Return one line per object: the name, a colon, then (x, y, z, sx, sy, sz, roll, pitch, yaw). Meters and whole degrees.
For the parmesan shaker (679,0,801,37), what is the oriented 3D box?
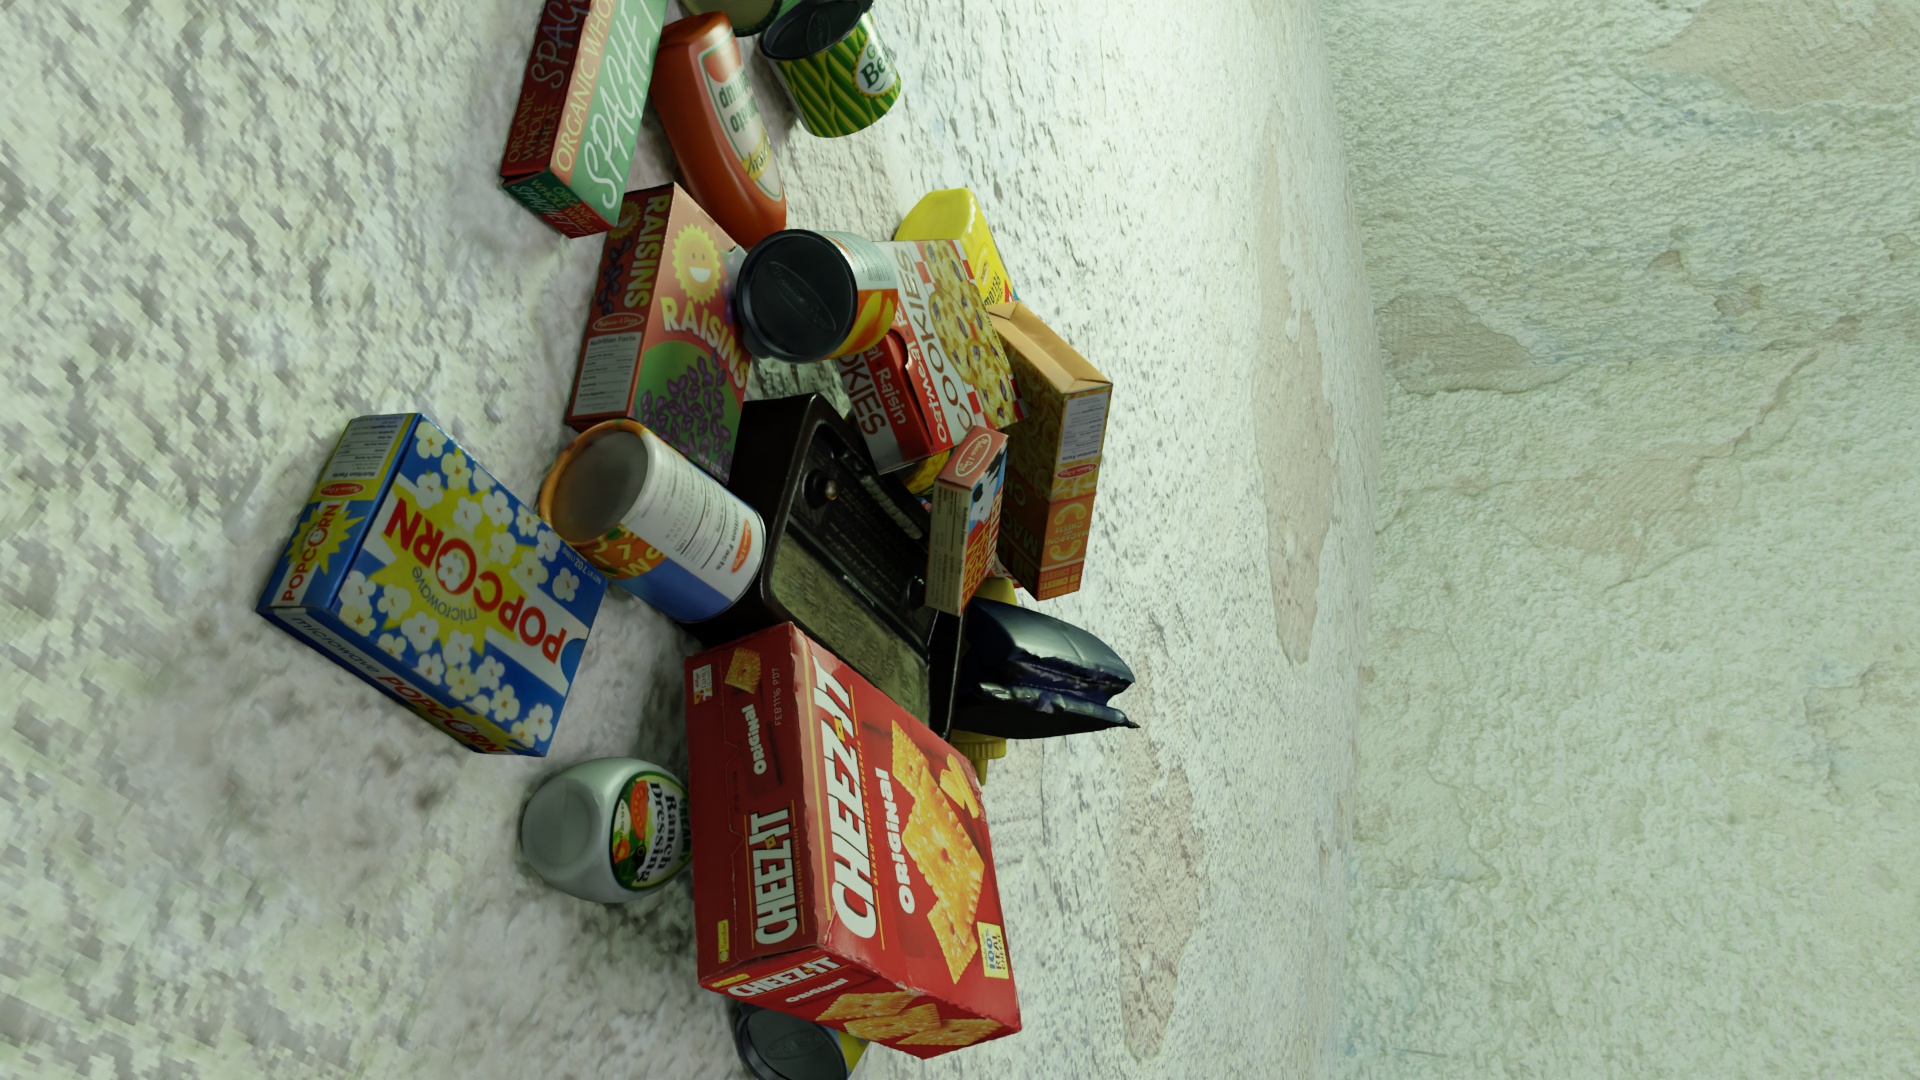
parmesan shaker: (-0.102, -0.317, 0.747, 0.103, 0.071, 0.071, -63, 143, -48)

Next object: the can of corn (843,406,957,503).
can of corn: (-0.035, -0.058, 0.878, 0.058, 0.071, 0.071, 0, 88, -65)

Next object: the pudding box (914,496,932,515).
pudding box: (-0.019, -0.015, 0.955, 0.084, 0.030, 0.049, -36, 120, -62)

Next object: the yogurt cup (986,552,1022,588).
yogurt cup: (0.048, 0.006, 1.073, 0.072, 0.054, 0.072, -2, 91, -67)

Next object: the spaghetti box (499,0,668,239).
spaghetti box: (-0.164, -0.262, 0.655, 0.050, 0.028, 0.251, 41, 51, -57)

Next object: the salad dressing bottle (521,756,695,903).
salad dressing bottle: (-0.141, 0.136, 0.655, 0.147, 0.044, 0.064, 27, 63, -64)

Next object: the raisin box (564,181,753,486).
raisin box: (-0.141, -0.098, 0.680, 0.086, 0.040, 0.124, 41, 51, -57)

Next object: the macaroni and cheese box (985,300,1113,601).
macaroni and cheese box: (0.045, -0.061, 0.946, 0.040, 0.124, 0.165, -13, 129, -24)

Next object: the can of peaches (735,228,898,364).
can of peaches: (-0.073, -0.123, 0.707, 0.058, 0.071, 0.071, -30, 116, -68)

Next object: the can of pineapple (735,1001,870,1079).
can of pineapple: (-0.080, 0.257, 0.753, 0.058, 0.071, 0.070, -48, 131, -58)

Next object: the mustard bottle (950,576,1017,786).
mustard bottle: (0.013, 0.105, 0.994, 0.065, 0.049, 0.160, 4, 84, -62)

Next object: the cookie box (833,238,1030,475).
cookie box: (-0.022, -0.113, 0.814, 0.123, 0.040, 0.168, 68, 23, -3)

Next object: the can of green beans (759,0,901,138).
can of green beans: (-0.075, -0.278, 0.808, 0.057, 0.071, 0.071, 59, 37, -48)

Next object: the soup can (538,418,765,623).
soup can: (-0.142, -0.008, 0.636, 0.083, 0.071, 0.071, 43, 50, -52)

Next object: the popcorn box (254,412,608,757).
popcorn box: (-0.199, 0.020, 0.541, 0.126, 0.038, 0.085, 55, 39, -50)

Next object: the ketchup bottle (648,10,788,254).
ketchup bottle: (-0.120, -0.194, 0.727, 0.065, 0.043, 0.148, -70, 149, -52)

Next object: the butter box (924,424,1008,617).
butter box: (0.003, -0.010, 0.784, 0.103, 0.024, 0.053, 95, 21, -45)
